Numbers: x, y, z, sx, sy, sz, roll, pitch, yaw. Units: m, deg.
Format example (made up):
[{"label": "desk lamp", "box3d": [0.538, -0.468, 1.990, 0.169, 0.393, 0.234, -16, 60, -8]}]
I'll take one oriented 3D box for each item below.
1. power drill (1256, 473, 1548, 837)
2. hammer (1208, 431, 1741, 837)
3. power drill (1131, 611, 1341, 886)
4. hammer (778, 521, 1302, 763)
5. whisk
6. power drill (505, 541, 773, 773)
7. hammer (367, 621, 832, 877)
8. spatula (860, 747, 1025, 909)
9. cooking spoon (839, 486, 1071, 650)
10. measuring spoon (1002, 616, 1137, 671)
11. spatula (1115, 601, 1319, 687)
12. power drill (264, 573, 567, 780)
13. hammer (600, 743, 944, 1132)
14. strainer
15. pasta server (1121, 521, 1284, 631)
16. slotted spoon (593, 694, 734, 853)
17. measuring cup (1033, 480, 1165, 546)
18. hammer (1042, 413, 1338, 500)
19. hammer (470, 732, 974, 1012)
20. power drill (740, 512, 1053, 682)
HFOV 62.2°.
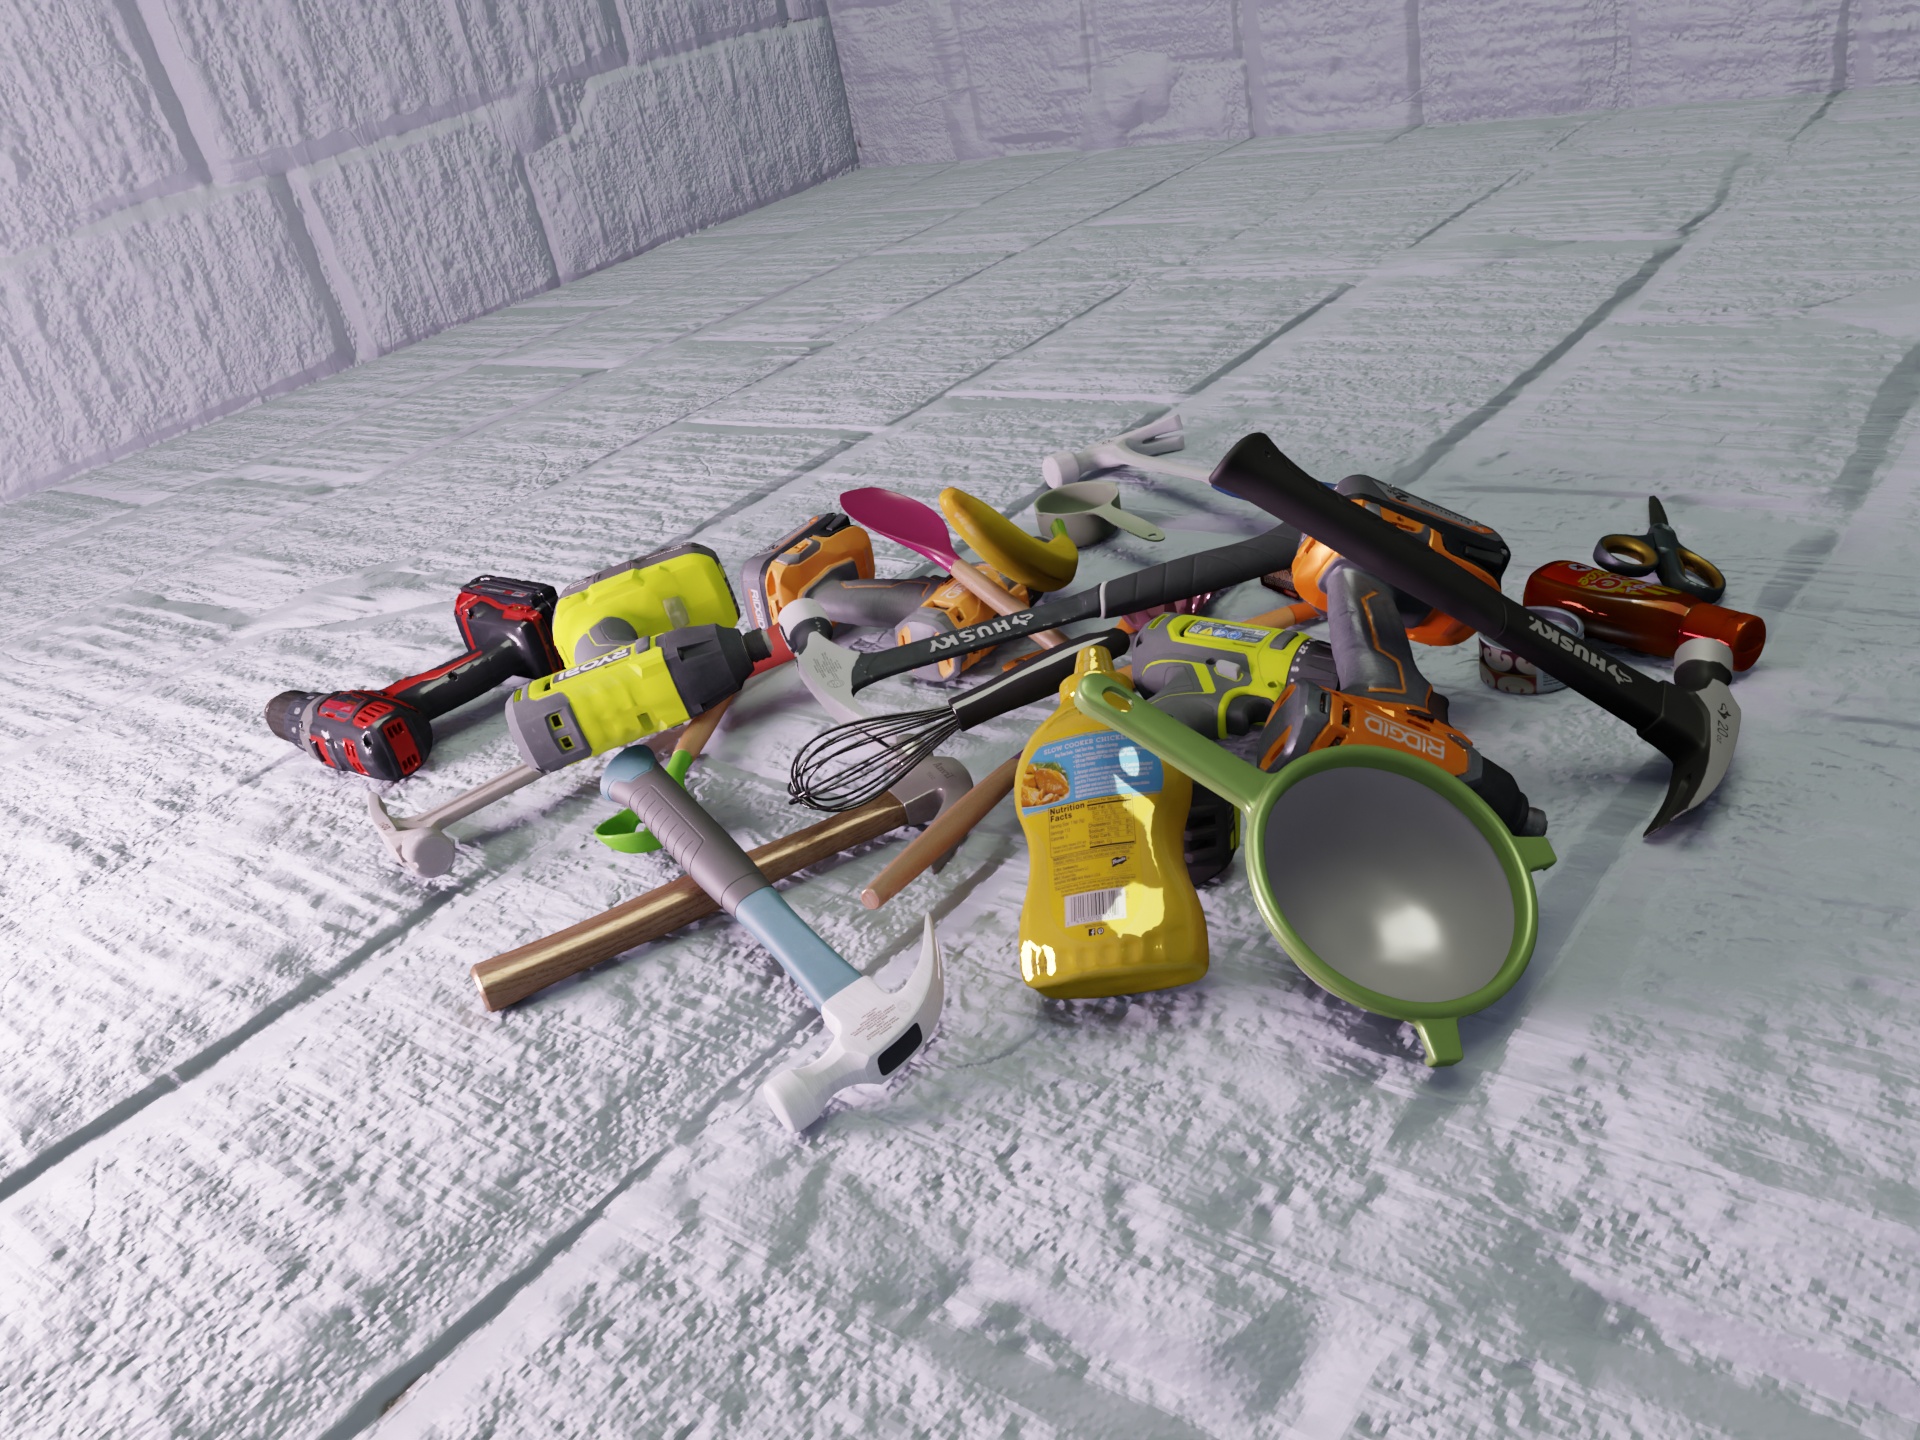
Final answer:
[{"label": "power drill", "box3d": [0.265, -0.027, 0.929, 0.164, 0.084, 0.227, 22, 49, -5]}, {"label": "hammer", "box3d": [0.287, -0.061, 0.889, 0.334, 0.035, 0.146, 30, 51, -4]}, {"label": "power drill", "box3d": [0.162, 0.008, 0.988, 0.191, 0.080, 0.228, 13, 34, 34]}, {"label": "hammer", "box3d": [0.086, -0.078, 1.126, 0.409, 0.036, 0.149, -17, 48, -16]}, {"label": "whisk", "box3d": [-0.001, -0.002, 1.000, 0.239, 0.055, 0.055, -25, 28, -4]}, {"label": "power drill", "box3d": [-0.215, -0.049, 1.102, 0.171, 0.080, 0.223, -21, 22, -1]}, {"label": "hammer", "box3d": [-0.256, 0.003, 1.173, 0.359, 0.036, 0.149, -30, 25, -22]}, {"label": "spatula", "box3d": [0.024, 0.038, 0.975, 0.059, 0.018, 0.316, -49, -6, 35]}, {"label": "cooking spoon", "box3d": [0.014, -0.102, 1.194, 0.068, 0.017, 0.319, -18, 43, -36]}, {"label": "measuring spoon", "box3d": [0.085, -0.060, 1.214, 0.117, 0.011, 0.021, -19, 28, -13]}, {"label": "spatula", "box3d": [0.218, -0.077, 1.160, 0.322, 0.041, 0.081, -21, 24, -14]}, {"label": "power drill", "box3d": [-0.453, -0.035, 1.329, 0.188, 0.080, 0.227, 11, 38, 38]}, {"label": "hammer", "box3d": [-0.126, 0.100, 0.920, 0.128, 0.033, 0.331, -30, 41, -21]}, {"label": "strainer", "box3d": [0.162, 0.063, 0.809, 0.256, 0.069, 0.151, 33, 55, 10]}, {"label": "pasta server", "box3d": [0.233, -0.138, 1.273, 0.060, 0.040, 0.316, 16, 38, 42]}, {"label": "slotted spoon", "box3d": [-0.196, 0.016, 1.175, 0.070, 0.031, 0.314, -9, 26, 12]}, {"label": "measuring cup", "box3d": [0.127, -0.165, 1.369, 0.083, 0.038, 0.168, -24, 31, -20]}, {"label": "hammer", "box3d": [0.227, -0.213, 1.380, 0.144, 0.035, 0.406, -22, 23, -19]}, {"label": "hammer", "box3d": [-0.139, 0.099, 0.988, 0.331, 0.031, 0.130, -23, 29, -19]}, {"label": "power drill", "box3d": [-0.041, -0.111, 1.295, 0.226, 0.084, 0.185, 14, 37, 33]}]
